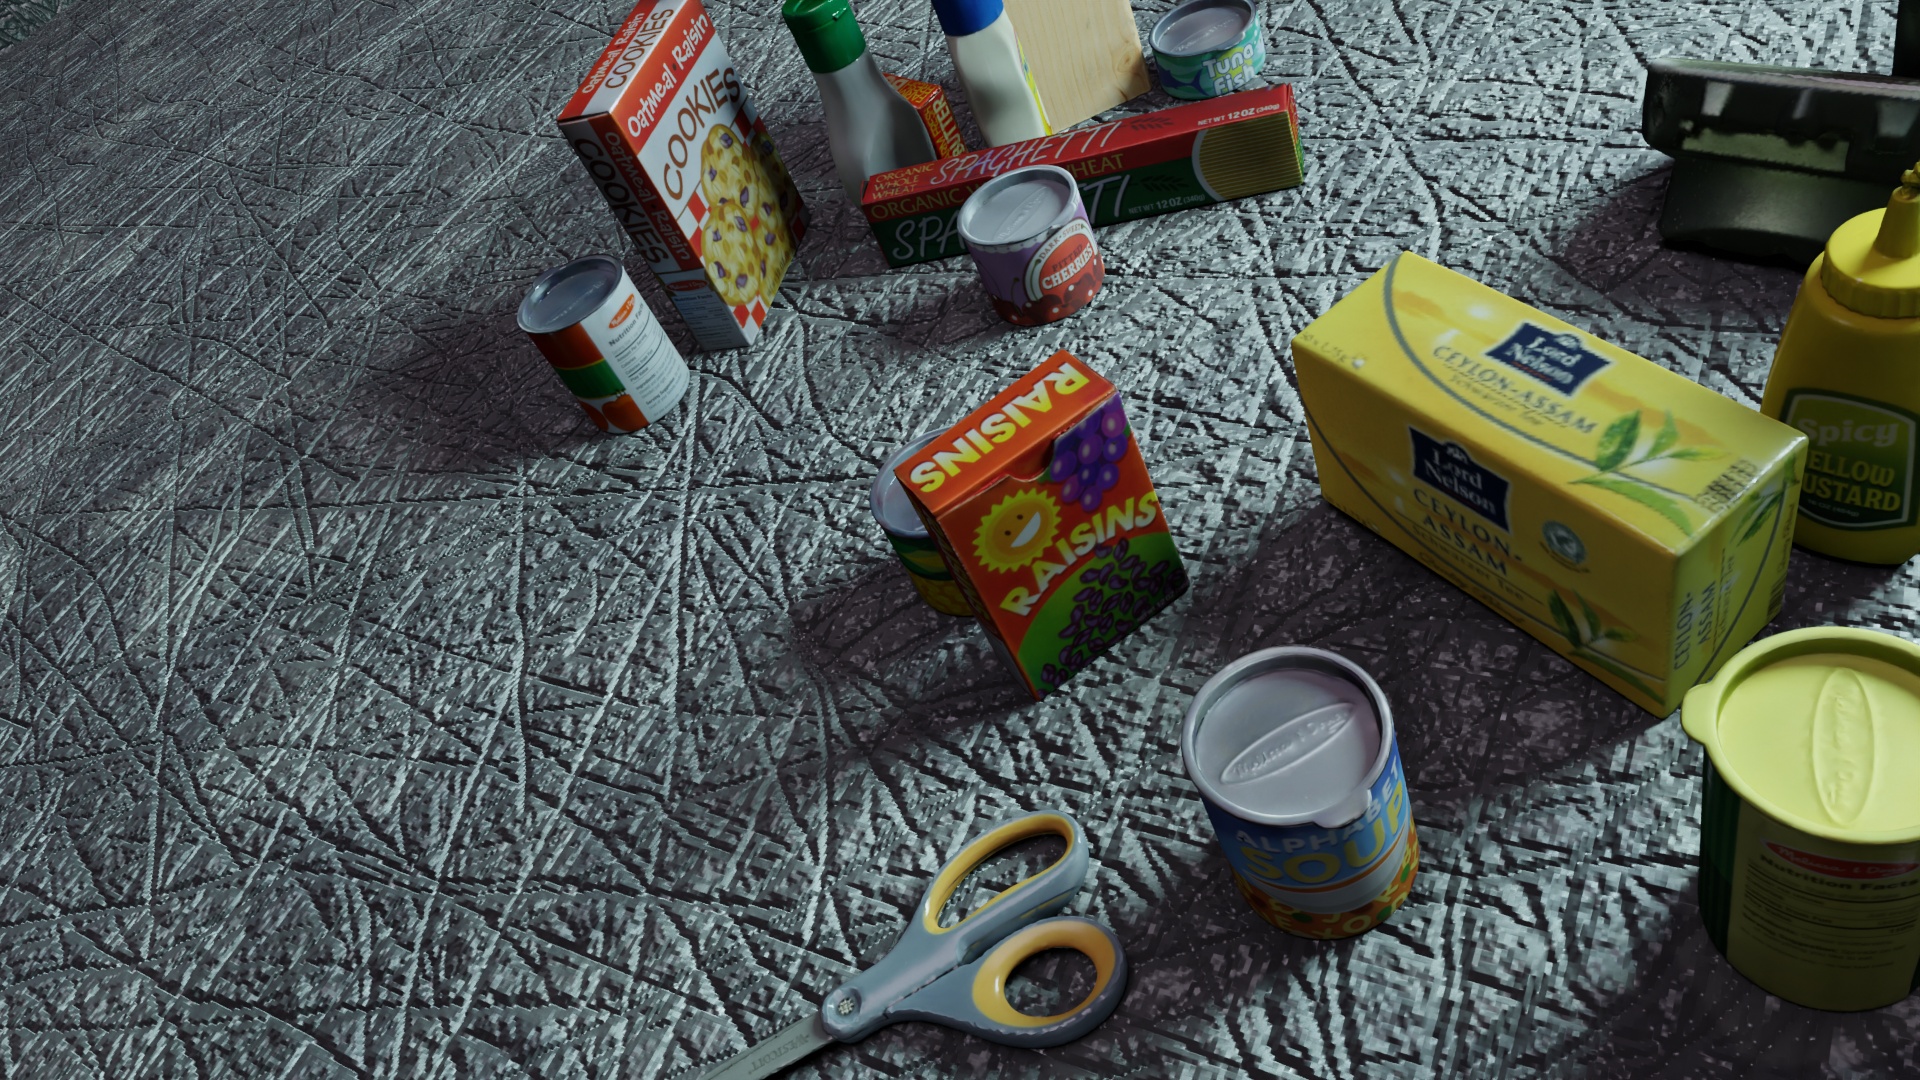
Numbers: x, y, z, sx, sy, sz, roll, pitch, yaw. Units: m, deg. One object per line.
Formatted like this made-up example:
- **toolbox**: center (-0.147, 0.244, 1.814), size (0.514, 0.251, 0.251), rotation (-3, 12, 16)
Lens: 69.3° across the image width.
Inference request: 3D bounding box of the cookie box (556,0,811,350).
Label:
- **cookie box**: center (-0.156, -0.215, 0.816), size (0.040, 0.166, 0.123), rotation (-3, 49, 24)

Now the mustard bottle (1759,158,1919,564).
- **mustard bottle**: center (0.300, -0.058, 0.455), size (0.065, 0.159, 0.049), rotation (21, 62, 38)

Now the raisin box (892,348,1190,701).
- **raisin box**: center (0.036, -0.003, 0.558), size (0.086, 0.123, 0.040), rotation (-35, 44, -8)

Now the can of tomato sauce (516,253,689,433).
- **can of tomato sauce**: center (-0.207, -0.114, 0.807), size (0.071, 0.082, 0.071), rotation (-14, 46, 14)

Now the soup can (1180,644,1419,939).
- **soup can**: center (0.116, 0.088, 0.463), size (0.071, 0.083, 0.072), rotation (-14, 46, 14)

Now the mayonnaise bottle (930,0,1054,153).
- **mayonnaise bottle**: center (0.020, -0.265, 0.791), size (0.041, 0.147, 0.065), rotation (-18, 45, 11)

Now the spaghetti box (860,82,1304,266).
- **spaghetti box**: center (0.064, -0.202, 0.782), size (0.250, 0.050, 0.029), rotation (-7, 47, 20)

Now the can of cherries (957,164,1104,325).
- **can of cherries**: center (0.040, -0.157, 0.746), size (0.071, 0.058, 0.072), rotation (-14, 45, 14)

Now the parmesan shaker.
- **parmesan shaker**: center (0.244, 0.081, 0.395), size (0.071, 0.102, 0.072), rotation (-14, 46, 14)

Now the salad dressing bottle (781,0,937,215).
- **salad dressing bottle**: center (-0.058, -0.255, 0.820), size (0.044, 0.147, 0.064), rotation (16, 59, 36)

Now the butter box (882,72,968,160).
- **butter box**: center (-0.043, -0.273, 0.897), size (0.024, 0.053, 0.103), rotation (-45, 46, -17)

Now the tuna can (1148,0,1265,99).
- **tuna can**: center (0.151, -0.299, 0.842), size (0.071, 0.032, 0.071), rotation (-14, 45, 14)

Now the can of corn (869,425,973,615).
- **can of corn**: center (0.002, -0.008, 0.626), size (0.071, 0.058, 0.071), rotation (-14, 45, 14)
